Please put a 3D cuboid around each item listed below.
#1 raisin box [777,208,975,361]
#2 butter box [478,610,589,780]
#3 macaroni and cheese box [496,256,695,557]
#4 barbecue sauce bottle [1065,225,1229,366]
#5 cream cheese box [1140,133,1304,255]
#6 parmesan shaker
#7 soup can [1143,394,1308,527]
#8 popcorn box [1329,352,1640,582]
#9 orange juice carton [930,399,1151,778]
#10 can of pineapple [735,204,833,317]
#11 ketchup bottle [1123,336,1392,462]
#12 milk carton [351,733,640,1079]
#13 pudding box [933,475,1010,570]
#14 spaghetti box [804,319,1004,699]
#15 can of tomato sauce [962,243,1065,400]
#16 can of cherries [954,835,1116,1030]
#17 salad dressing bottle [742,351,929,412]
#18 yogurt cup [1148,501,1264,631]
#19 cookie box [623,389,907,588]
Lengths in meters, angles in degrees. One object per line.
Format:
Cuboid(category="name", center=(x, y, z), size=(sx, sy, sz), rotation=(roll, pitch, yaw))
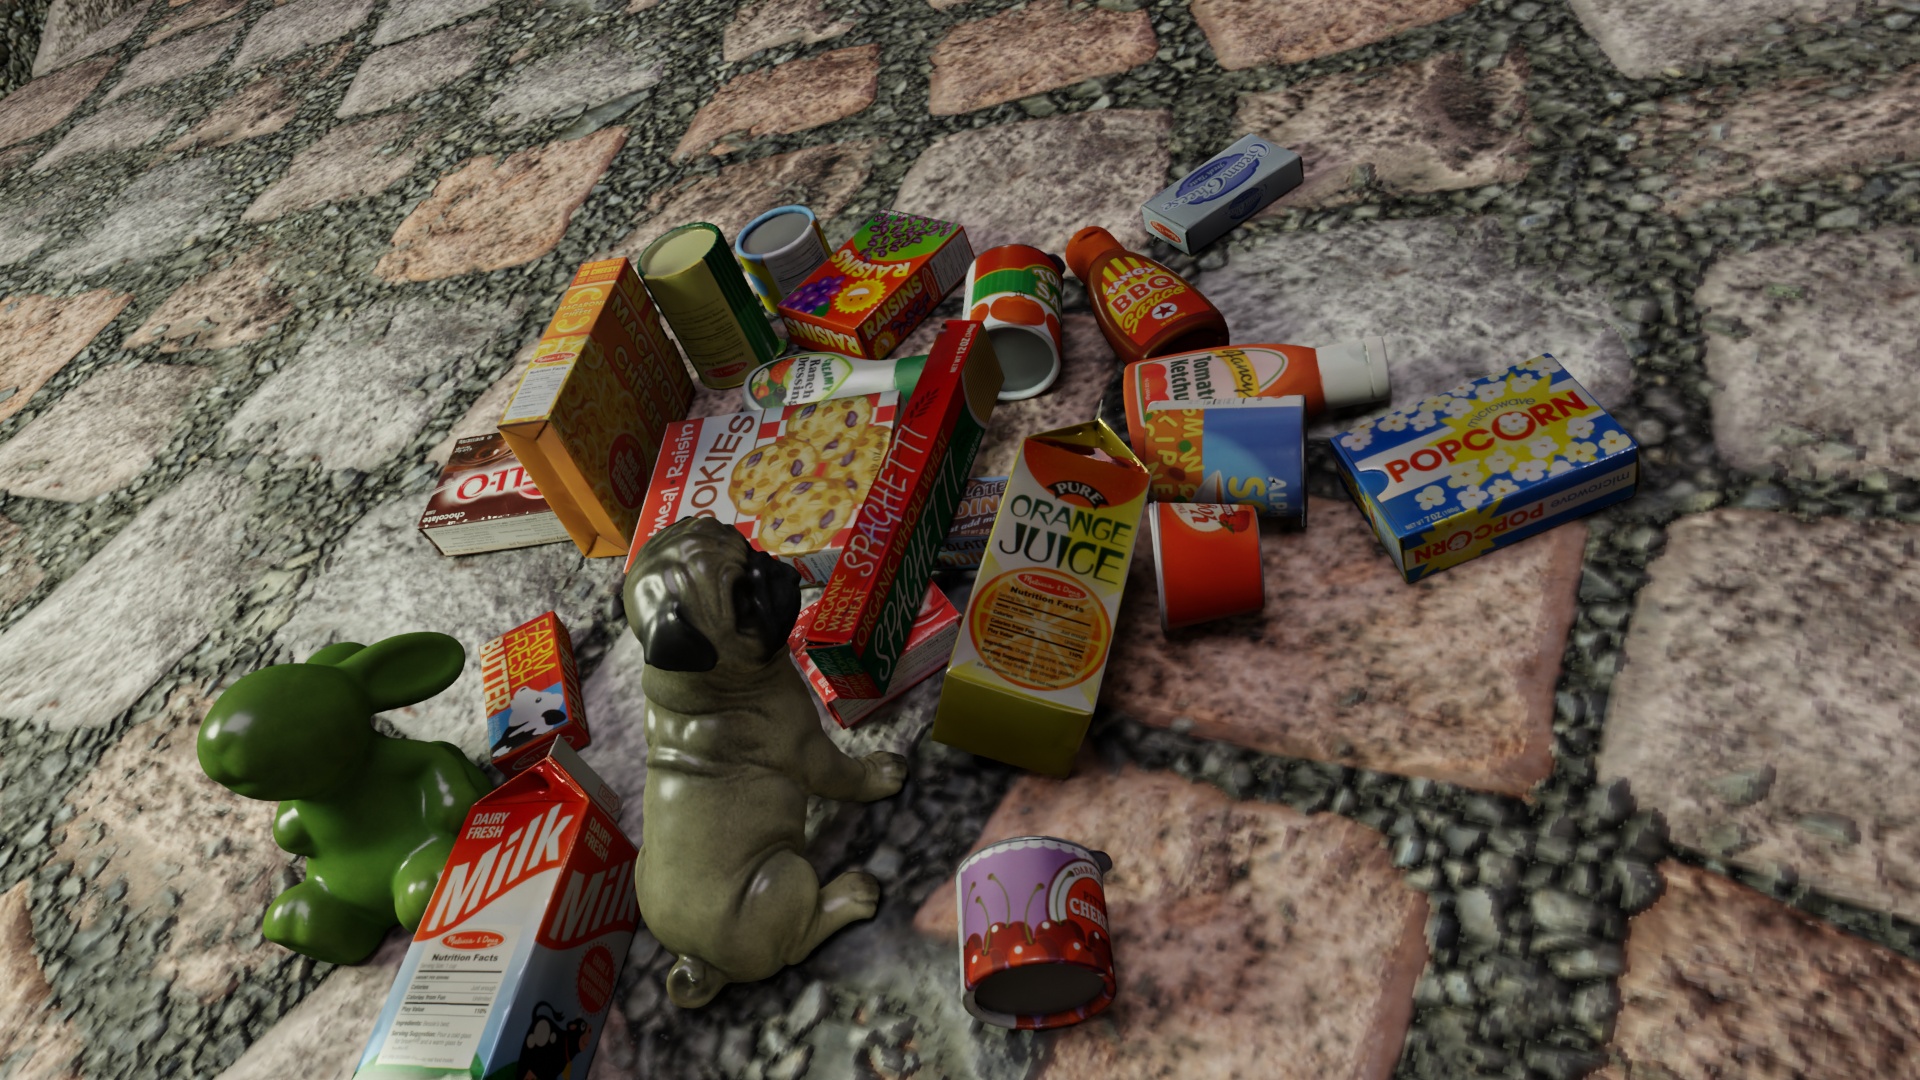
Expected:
Cuboid(category="raisin box", center=(-0.060, -0.185, 1.011), size=(0.086, 0.040, 0.124), rotation=(22, 58, 37))
Cuboid(category="butter box", center=(-0.258, 0.091, 0.836), size=(0.053, 0.024, 0.104), rotation=(-27, 43, -2))
Cuboid(category="macaroni and cheese box", center=(-0.237, -0.091, 0.934), size=(0.040, 0.123, 0.167), rotation=(-5, 46, 16))
Cuboid(category="barbecue sauce bottle", center=(0.113, -0.157, 0.901), size=(0.065, 0.043, 0.149), rotation=(-27, 42, -2))
Cuboid(category="cream cheese box", center=(0.183, -0.243, 0.970), size=(0.104, 0.024, 0.053), rotation=(-34, 44, -11))
Cuboid(category="parmesan shaker", center=(-0.178, -0.170, 1.000), size=(0.071, 0.102, 0.072), rotation=(-13, 44, 13))
Cuboid(category="soup can", center=(0.145, -0.042, 0.753), size=(0.084, 0.071, 0.072), rotation=(-1, 47, 15))
Cuboid(category="popcorn box", center=(0.270, -0.039, 0.720), size=(0.127, 0.038, 0.085), rotation=(-21, 44, 3))
Cuboid(category="orange juice carton", center=(0.047, 0.017, 0.718), size=(0.073, 0.071, 0.194), rotation=(16, 54, 3))
Cuboid(category="can of pineapple", center=(-0.131, -0.213, 1.055), size=(0.071, 0.057, 0.071), rotation=(-13, 44, 13))
Cuboid(category="ketchup bottle", center=(0.171, -0.086, 0.806), size=(0.149, 0.043, 0.065), rotation=(-9, 54, 15))
Cuboid(category="milk carton", center=(-0.212, 0.193, 0.681), size=(0.073, 0.072, 0.191), rotation=(-6, 47, 19))
Cuboid(category="pudding box", center=(0.003, -0.010, 0.816), size=(0.083, 0.030, 0.050), rotation=(-2, 47, 22))
Cuboid(category="spaghetti box", center=(-0.026, -0.025, 0.783), size=(0.028, 0.050, 0.251), rotation=(0, 48, 25))
Cuboid(category="can of tomato sauce", center=(0.036, -0.143, 0.906), size=(0.071, 0.071, 0.083), rotation=(-10, 46, 15))
Cuboid(category="can of cherries", center=(0.034, 0.169, 0.598), size=(0.071, 0.071, 0.059), rotation=(-14, 44, 11))
Cuboid(category="salad dressing bottle", center=(-0.071, -0.100, 0.926), size=(0.147, 0.043, 0.064), rotation=(-5, 54, 19))
Cuboid(category="yogurt cup", center=(0.127, 0.011, 0.717), size=(0.054, 0.072, 0.073), rotation=(-5, 46, 8))
Cuboid(category="cookie box", center=(-0.117, -0.027, 0.873), size=(0.167, 0.040, 0.123), rotation=(-6, 52, 18))
